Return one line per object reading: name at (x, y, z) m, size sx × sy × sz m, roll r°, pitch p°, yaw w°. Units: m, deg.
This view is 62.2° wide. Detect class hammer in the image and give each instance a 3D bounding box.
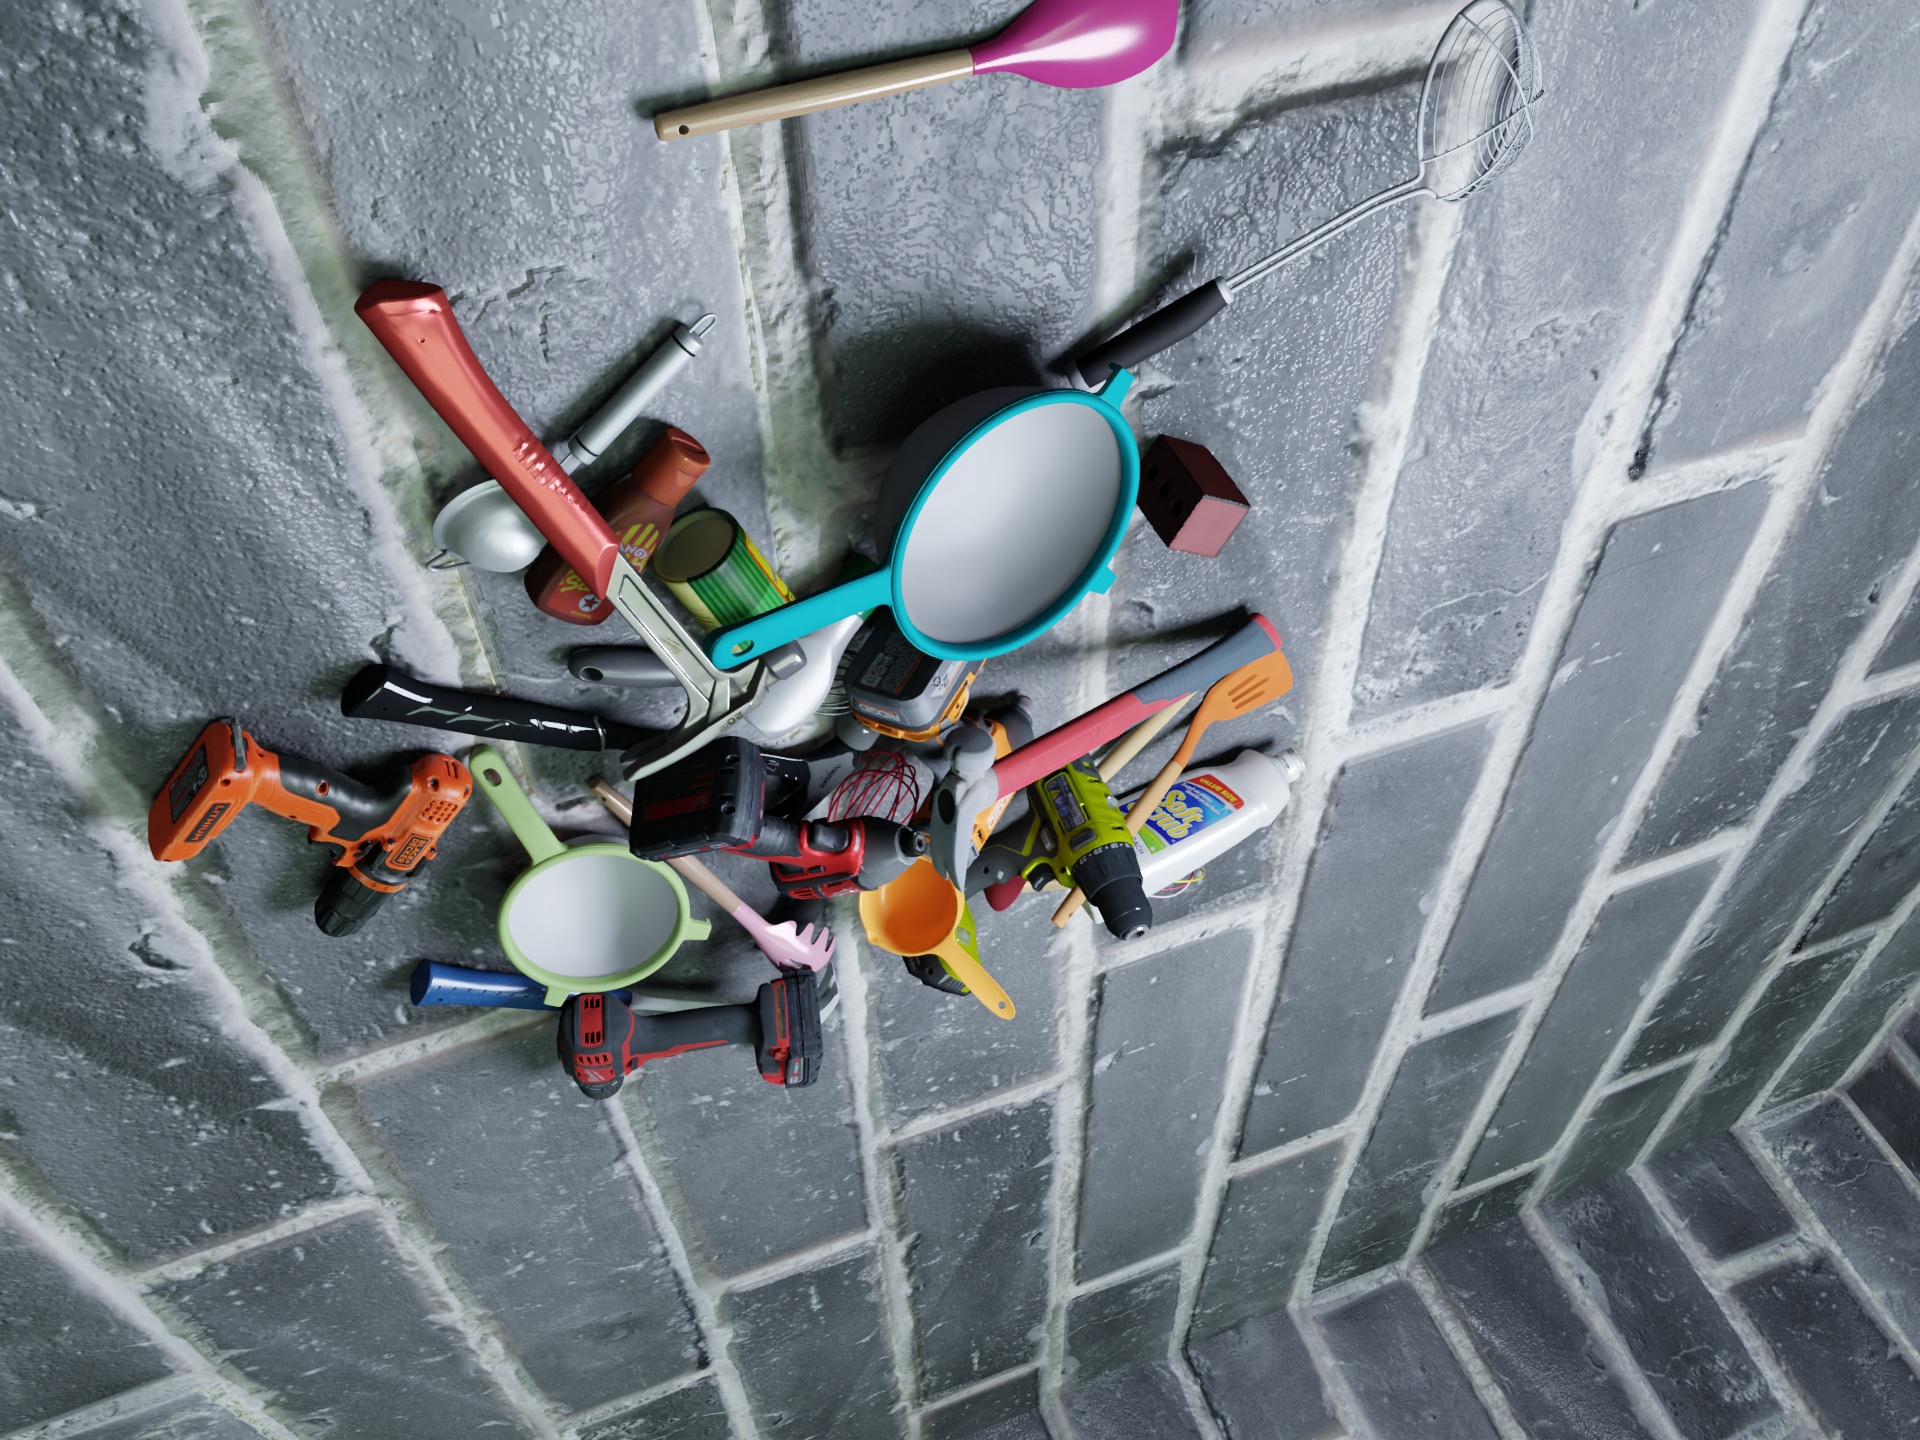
hammer at (-0.292, 0.253, 1.447) m, size 0.405 × 0.035 × 0.144 m, roll 14°, pitch 136°, yaw -38°
hammer at (-0.259, 0.015, 1.204) m, size 0.408 × 0.036 × 0.149 m, roll 12°, pitch 129°, yaw -38°
hammer at (0.128, 0.007, 1.298) m, size 0.386 × 0.038 × 0.143 m, roll -26°, pitch 138°, yaw -36°
hammer at (-0.247, -0.115, 0.984) m, size 0.149 × 0.037 × 0.358 m, roll -33°, pitch 127°, yaw 3°

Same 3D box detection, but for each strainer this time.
strainer at (-0.243, -0.165, 1.002) m, size 0.258 × 0.050 × 0.086 m, roll -42°, pitch 155°, yaw 14°
strainer at (-0.037, -0.127, 1.083) m, size 0.340 × 0.095 × 0.210 m, roll -25°, pitch 140°, yaw -23°
strainer at (-0.317, 0.105, 1.263) m, size 0.151 × 0.069 × 0.256 m, roll -25°, pitch 125°, yaw 0°

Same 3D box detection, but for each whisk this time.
whisk at (0.136, 0.155, 1.584) m, size 0.245 × 0.047 × 0.051 m, roll -2°, pitch 137°, yaw -23°
whisk at (-0.174, -0.034, 1.190) m, size 0.238 × 0.055 × 0.055 m, roll 3°, pitch 134°, yaw -26°
whisk at (-0.110, 0.126, 1.400) m, size 0.073 × 0.073 × 0.295 m, roll 3°, pitch 138°, yaw -33°

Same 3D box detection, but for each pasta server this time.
pasta server at (-0.207, 0.136, 1.347) m, size 0.060 × 0.040 × 0.315 m, roll -20°, pitch 133°, yaw 23°

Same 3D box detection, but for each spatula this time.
spatula at (0.190, 0.062, 1.453) m, size 0.322 × 0.041 × 0.080 m, roll -52°, pitch 143°, yaw -10°

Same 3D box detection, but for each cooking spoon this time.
cooking spoon at (-0.019, -0.370, 0.908) m, size 0.319 × 0.017 × 0.068 m, roll -17°, pitch 140°, yaw -13°

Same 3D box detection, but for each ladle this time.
ladle at (0.123, 0.058, 1.462) m, size 0.031 × 0.069 × 0.315 m, roll 35°, pitch 108°, yaw -29°

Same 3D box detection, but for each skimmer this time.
skimmer at (0.223, -0.341, 1.073) m, size 0.363 × 0.090 × 0.127 m, roll -28°, pitch 146°, yaw 18°

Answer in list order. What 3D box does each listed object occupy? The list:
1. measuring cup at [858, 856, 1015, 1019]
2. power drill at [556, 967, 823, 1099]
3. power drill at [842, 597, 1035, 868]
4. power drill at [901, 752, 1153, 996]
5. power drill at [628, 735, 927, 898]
measuring cup at (-0.012, 0.186, 1.369) m, size 0.095 × 0.173 × 0.052 m, roll -43°, pitch 177°, yaw 8°
power drill at (-0.243, 0.290, 1.420) m, size 0.226 × 0.080 × 0.187 m, roll -3°, pitch 151°, yaw -11°
power drill at (-0.002, -0.004, 1.261) m, size 0.164 × 0.084 × 0.226 m, roll -58°, pitch 149°, yaw -27°
power drill at (0.052, 0.149, 1.413) m, size 0.228 × 0.191 × 0.080 m, roll -33°, pitch 147°, yaw 16°
power drill at (-0.136, 0.086, 1.231) m, size 0.143 × 0.079 × 0.219 m, roll -13°, pitch 155°, yaw 35°
